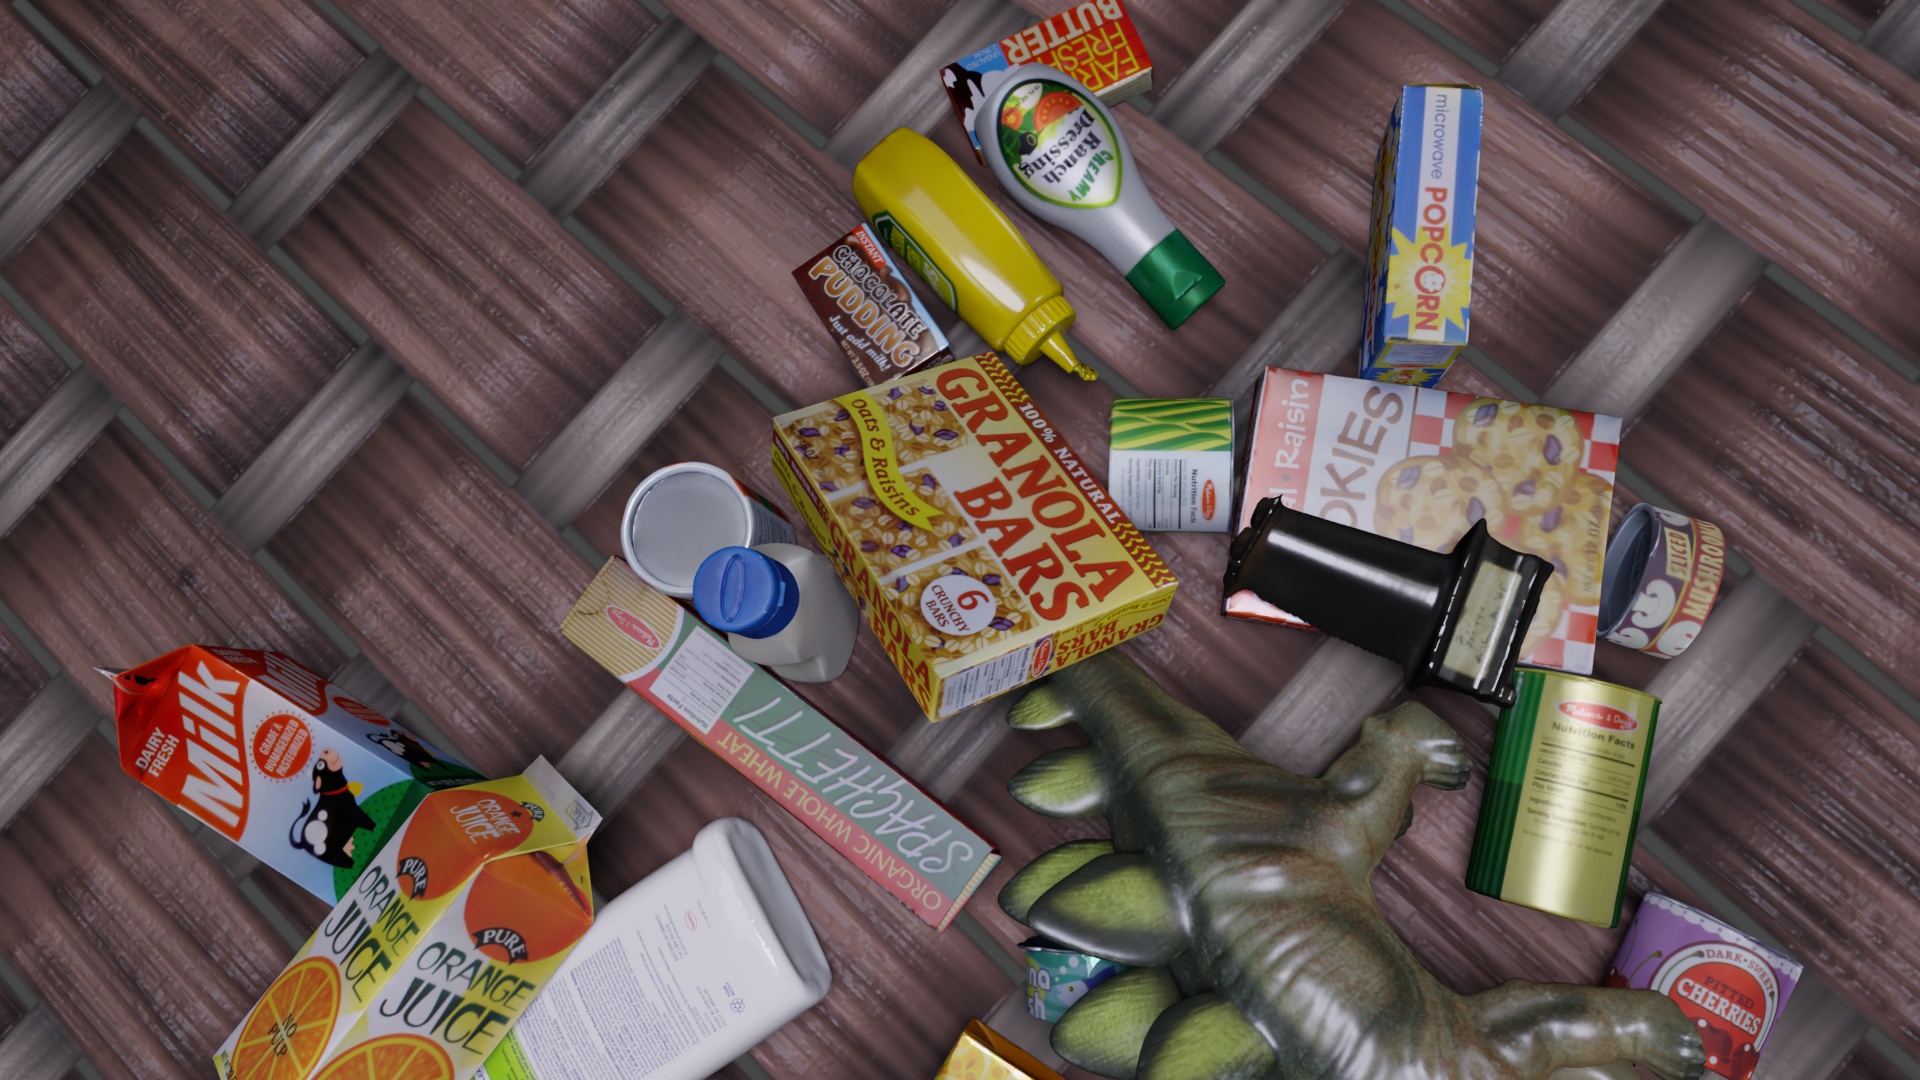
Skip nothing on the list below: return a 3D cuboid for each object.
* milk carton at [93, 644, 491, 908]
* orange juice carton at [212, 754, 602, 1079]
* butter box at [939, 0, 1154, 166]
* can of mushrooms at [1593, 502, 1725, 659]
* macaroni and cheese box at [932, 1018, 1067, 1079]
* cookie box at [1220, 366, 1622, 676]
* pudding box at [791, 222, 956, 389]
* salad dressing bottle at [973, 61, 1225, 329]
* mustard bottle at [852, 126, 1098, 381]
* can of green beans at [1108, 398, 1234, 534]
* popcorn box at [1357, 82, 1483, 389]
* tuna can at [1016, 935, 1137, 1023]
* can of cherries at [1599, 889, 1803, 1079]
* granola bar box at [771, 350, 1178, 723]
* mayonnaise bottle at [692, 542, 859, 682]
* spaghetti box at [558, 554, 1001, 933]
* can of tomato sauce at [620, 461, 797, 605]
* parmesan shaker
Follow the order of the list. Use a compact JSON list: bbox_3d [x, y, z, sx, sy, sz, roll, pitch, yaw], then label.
[{"bbox_3d":[-0.344,0.111,0.707,0.191,0.072,0.073,28,86,11],"label":"milk carton"},{"bbox_3d":[-0.242,0.190,0.641,0.072,0.073,0.193,27,75,47],"label":"orange juice carton"},{"bbox_3d":[0.046,-0.246,0.738,0.103,0.024,0.053,-24,79,4],"label":"butter box"},{"bbox_3d":[0.318,0.018,0.633,0.033,0.071,0.071,19,84,9],"label":"can of mushrooms"},{"bbox_3d":[0.011,0.329,0.638,0.124,0.040,0.166,31,86,12],"label":"macaroni and cheese box"},{"bbox_3d":[0.218,-0.009,0.668,0.167,0.040,0.123,10,82,8],"label":"cookie box"},{"bbox_3d":[-0.045,-0.117,0.726,0.049,0.030,0.084,-33,78,1],"label":"pudding box"},{"bbox_3d":[0.072,-0.172,0.701,0.064,0.044,0.147,-43,91,4],"label":"salad dressing bottle"},{"bbox_3d":[0.011,-0.137,0.706,0.049,0.065,0.160,-41,81,-6],"label":"mustard bottle"},{"bbox_3d":[0.102,-0.036,0.674,0.058,0.071,0.071,1,81,9],"label":"can of green beans"},{"bbox_3d":[0.219,-0.142,0.666,0.038,0.085,0.127,6,81,8],"label":"popcorn box"},{"bbox_3d":[0.060,0.201,0.638,0.071,0.071,0.033,-1,81,8],"label":"tuna can"},{"bbox_3d":[0.320,0.194,0.603,0.071,0.071,0.058,28,86,11],"label":"can of cherries"},{"bbox_3d":[0.002,-0.008,0.647,0.124,0.038,0.166,-20,55,-23],"label":"granola bar box"},{"bbox_3d":[-0.083,0.031,0.646,0.041,0.148,0.065,4,82,10],"label":"mayonnaise bottle"},{"bbox_3d":[-0.092,0.099,0.696,0.250,0.028,0.050,36,87,12],"label":"spaghetti box"},{"bbox_3d":[-0.125,0.000,0.690,0.071,0.083,0.071,-1,81,7],"label":"can of tomato sauce"},{"bbox_3d":[0.268,0.114,0.627,0.071,0.071,0.103,13,84,10],"label":"parmesan shaker"}]
